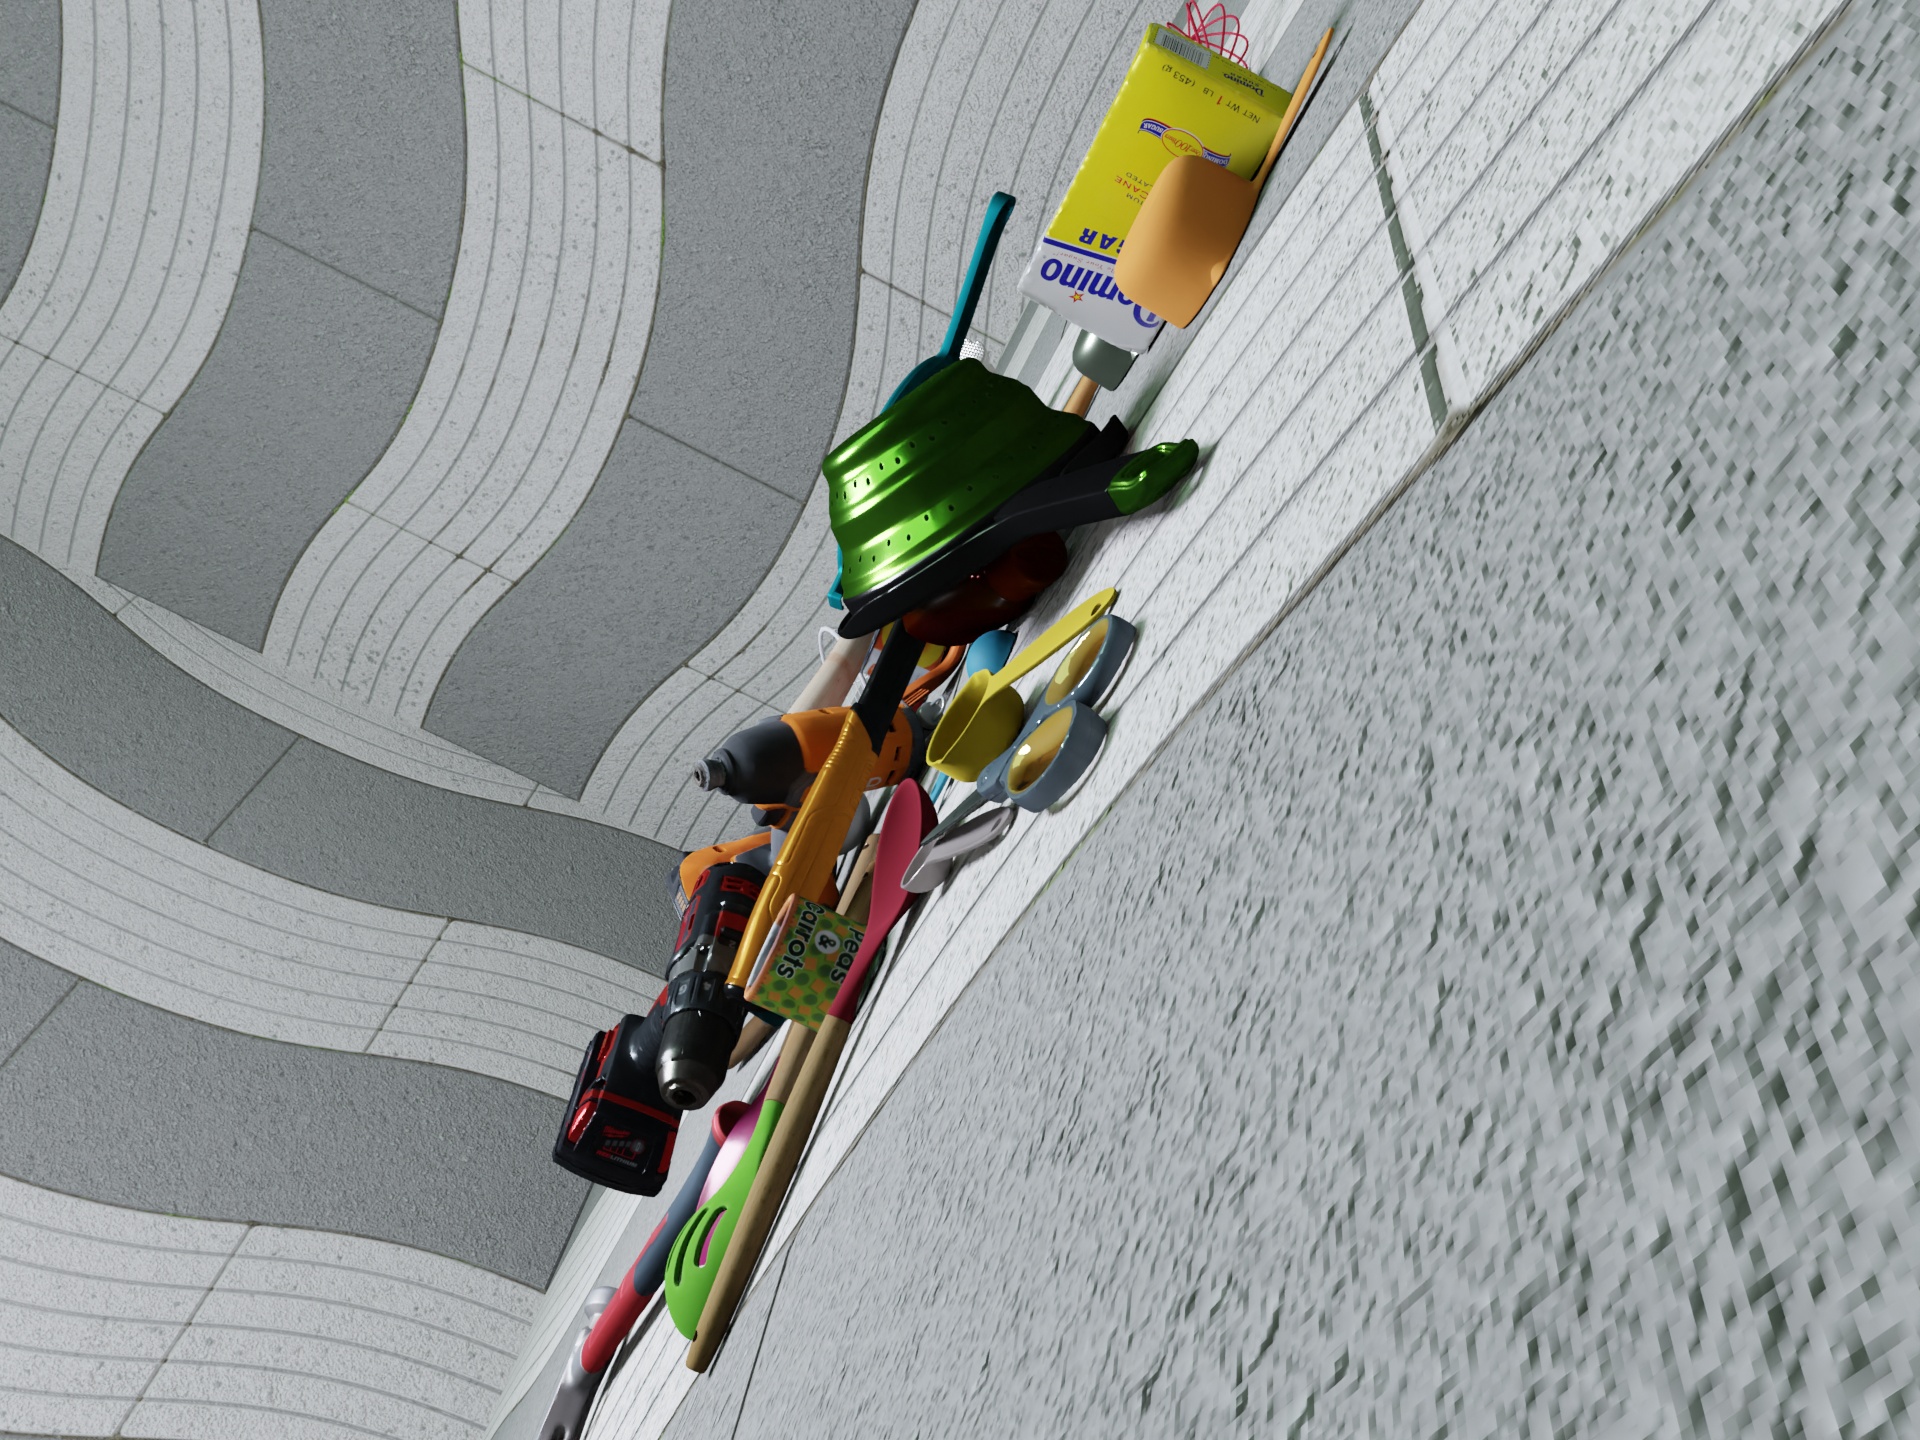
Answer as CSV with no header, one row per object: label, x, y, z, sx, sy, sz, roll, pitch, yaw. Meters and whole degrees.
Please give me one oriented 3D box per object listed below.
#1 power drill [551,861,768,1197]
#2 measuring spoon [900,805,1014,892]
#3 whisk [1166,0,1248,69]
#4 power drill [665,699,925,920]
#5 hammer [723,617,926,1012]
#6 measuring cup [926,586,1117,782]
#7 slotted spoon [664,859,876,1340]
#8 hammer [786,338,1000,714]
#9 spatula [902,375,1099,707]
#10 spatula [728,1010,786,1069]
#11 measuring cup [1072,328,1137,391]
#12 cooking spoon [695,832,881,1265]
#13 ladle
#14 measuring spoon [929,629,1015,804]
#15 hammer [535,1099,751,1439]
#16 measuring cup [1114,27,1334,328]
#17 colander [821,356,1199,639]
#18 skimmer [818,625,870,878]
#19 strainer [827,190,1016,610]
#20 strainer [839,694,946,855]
power drill,-0.195,0.224,1.060,0.226,0.080,0.188,-57,16,33
measuring spoon,0.003,0.062,0.752,0.034,0.018,0.124,-60,11,-25
whisk,0.181,-0.457,1.139,0.296,0.073,0.073,-86,22,-55
power drill,-0.135,0.077,1.132,0.084,0.164,0.226,60,140,28
hammer,-0.078,0.024,1.018,0.034,0.127,0.337,127,166,-67
measuring cup,0.036,-0.017,0.769,0.156,0.029,0.062,-39,23,46
slotted spoon,-0.098,0.200,0.913,0.070,0.031,0.314,-28,28,41
hammer,-0.054,-0.132,1.412,0.411,0.038,0.146,-64,-27,-16
spatula,0.016,-0.118,1.177,0.322,0.041,0.081,-62,-10,4
spatula,-0.163,0.228,1.232,0.317,0.044,0.082,127,162,-60
measuring cup,0.122,-0.301,1.053,0.083,0.038,0.167,-79,14,-65
cooking spoon,-0.097,0.190,0.983,0.069,0.017,0.319,-31,28,40
ladle,-0.073,0.179,0.823,0.315,0.031,0.069,-68,16,-15
measuring spoon,-0.002,-0.003,0.959,0.129,0.021,0.042,-65,7,-23
hammer,-0.213,0.382,1.075,0.386,0.038,0.143,-58,10,40
measuring cup,0.140,-0.304,0.871,0.095,0.052,0.173,-77,13,-62
colander,0.012,-0.140,0.840,0.204,0.094,0.397,-38,12,-12
skimmer,-0.128,0.060,1.400,0.364,0.090,0.127,-73,-16,-44
strainer,0.012,-0.235,1.256,0.211,0.095,0.340,-31,-37,-65
strainer,-0.066,0.046,1.206,0.258,0.050,0.087,-46,38,51
